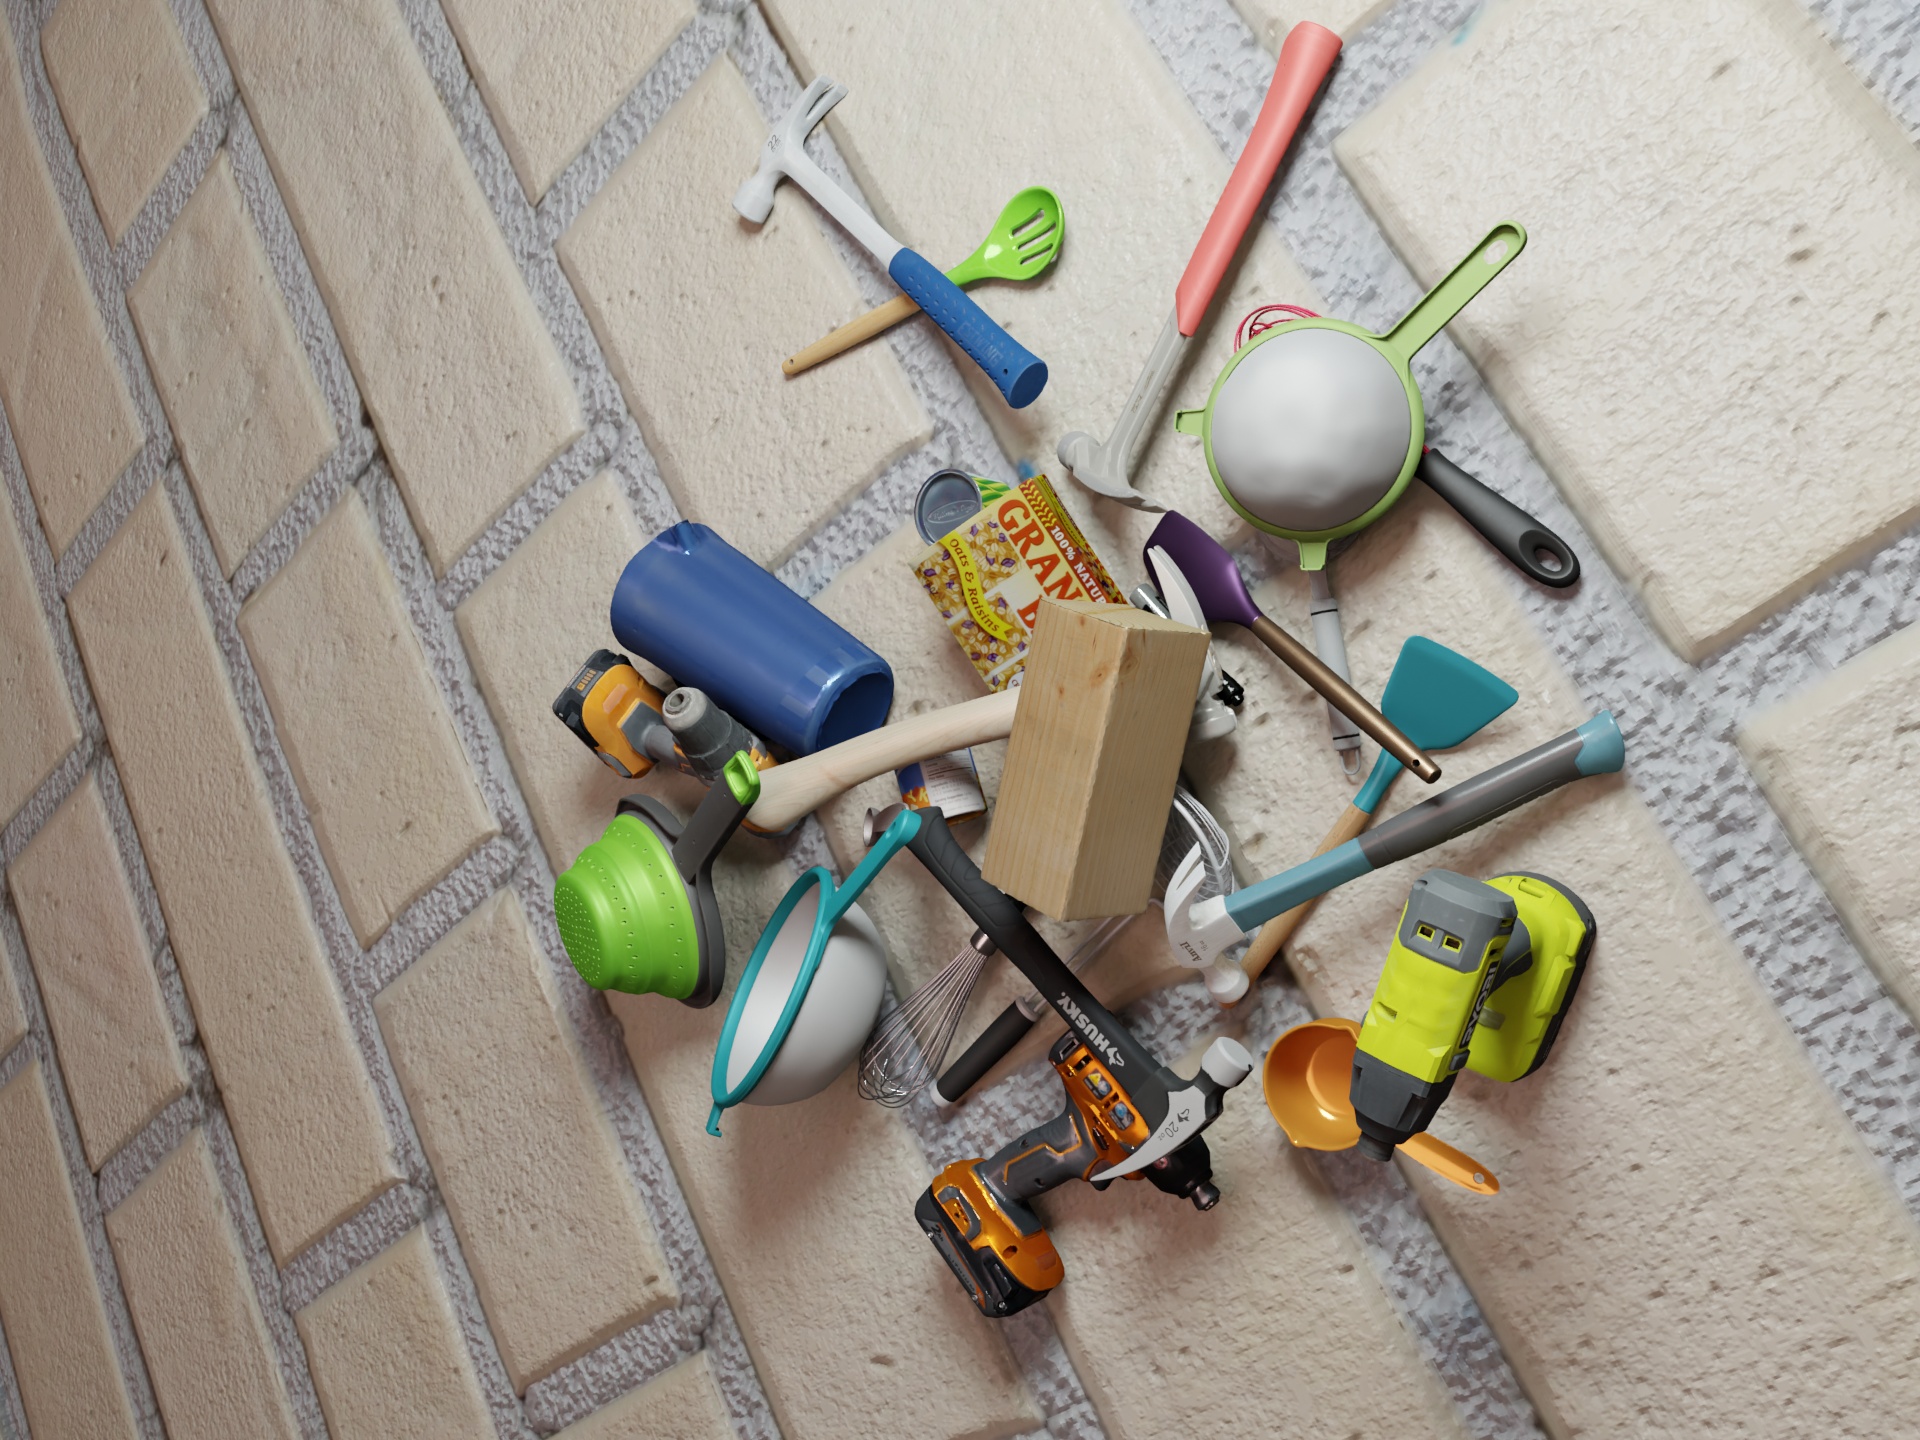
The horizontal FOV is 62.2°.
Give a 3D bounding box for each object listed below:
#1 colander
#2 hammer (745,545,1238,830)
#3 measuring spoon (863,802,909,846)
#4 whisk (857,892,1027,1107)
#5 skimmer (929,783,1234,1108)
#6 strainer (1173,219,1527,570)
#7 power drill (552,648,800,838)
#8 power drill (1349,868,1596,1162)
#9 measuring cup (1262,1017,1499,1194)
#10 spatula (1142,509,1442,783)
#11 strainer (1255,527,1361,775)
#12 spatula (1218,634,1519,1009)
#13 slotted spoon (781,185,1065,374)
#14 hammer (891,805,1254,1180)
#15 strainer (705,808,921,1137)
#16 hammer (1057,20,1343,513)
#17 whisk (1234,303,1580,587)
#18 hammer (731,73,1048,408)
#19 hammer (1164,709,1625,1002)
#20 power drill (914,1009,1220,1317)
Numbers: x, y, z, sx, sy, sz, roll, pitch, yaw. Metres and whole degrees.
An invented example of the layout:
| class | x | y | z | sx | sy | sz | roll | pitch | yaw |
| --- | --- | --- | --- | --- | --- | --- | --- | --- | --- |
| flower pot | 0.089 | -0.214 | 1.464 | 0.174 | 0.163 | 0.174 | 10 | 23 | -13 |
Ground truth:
| class | x | y | z | sx | sy | sz | roll | pitch | yaw |
| --- | --- | --- | --- | --- | --- | --- | --- | --- | --- |
| colander | -0.267 | 0.136 | 1.357 | 0.205 | 0.094 | 0.397 | 61 | 145 | 16 |
| hammer | -0.002 | -0.004 | 1.227 | 0.410 | 0.038 | 0.146 | -18 | 94 | 22 |
| measuring spoon | -0.057 | 0.084 | 1.320 | 0.124 | 0.018 | 0.034 | 152 | 123 | -68 |
| whisk | 0.002 | 0.203 | 1.290 | 0.070 | 0.070 | 0.284 | 42 | 107 | 27 |
| skimmer | 0.074 | 0.187 | 1.219 | 0.363 | 0.090 | 0.127 | -49 | 67 | 24 |
| strainer | 0.261 | -0.226 | 1.035 | 0.256 | 0.069 | 0.151 | -45 | 79 | 25 |
| power drill | -0.257 | 0.009 | 1.398 | 0.226 | 0.185 | 0.084 | 22 | 69 | 35 |
| power drill | 0.309 | 0.173 | 0.977 | 0.080 | 0.223 | 0.171 | 23 | 102 | 33 |
| measuring cup | 0.294 | 0.269 | 1.092 | 0.174 | 0.052 | 0.095 | 28 | 105 | 29 |
| spatula | 0.226 | -0.052 | 1.124 | 0.316 | 0.018 | 0.059 | 49 | 116 | 41 |
| strainer | 0.257 | -0.089 | 1.130 | 0.087 | 0.050 | 0.258 | -11 | 86 | 31 |
| spatula | 0.266 | 0.084 | 1.117 | 0.082 | 0.044 | 0.317 | 31 | 110 | 3 |
| slotted spoon | -0.035 | -0.358 | 1.340 | 0.314 | 0.031 | 0.070 | -19 | 79 | 35 |
| hammer | 0.057 | 0.187 | 1.183 | 0.335 | 0.035 | 0.146 | 46 | 113 | 27 |
| strainer | -0.090 | 0.194 | 1.286 | 0.340 | 0.095 | 0.211 | -52 | 19 | 36 |
| hammer | 0.183 | -0.328 | 1.157 | 0.359 | 0.036 | 0.149 | -64 | 28 | 12 |
| whisk | 0.303 | -0.188 | 1.090 | 0.296 | 0.073 | 0.073 | 44 | 113 | 19 |
| hammer | -0.054 | -0.392 | 1.320 | 0.144 | 0.035 | 0.406 | -54 | 55 | 21 |
| hammer | 0.286 | 0.084 | 1.069 | 0.331 | 0.128 | 0.033 | -29 | 34 | 19 |
| power drill | 0.086 | 0.354 | 1.218 | 0.226 | 0.084 | 0.164 | -50 | 65 | 19 |
